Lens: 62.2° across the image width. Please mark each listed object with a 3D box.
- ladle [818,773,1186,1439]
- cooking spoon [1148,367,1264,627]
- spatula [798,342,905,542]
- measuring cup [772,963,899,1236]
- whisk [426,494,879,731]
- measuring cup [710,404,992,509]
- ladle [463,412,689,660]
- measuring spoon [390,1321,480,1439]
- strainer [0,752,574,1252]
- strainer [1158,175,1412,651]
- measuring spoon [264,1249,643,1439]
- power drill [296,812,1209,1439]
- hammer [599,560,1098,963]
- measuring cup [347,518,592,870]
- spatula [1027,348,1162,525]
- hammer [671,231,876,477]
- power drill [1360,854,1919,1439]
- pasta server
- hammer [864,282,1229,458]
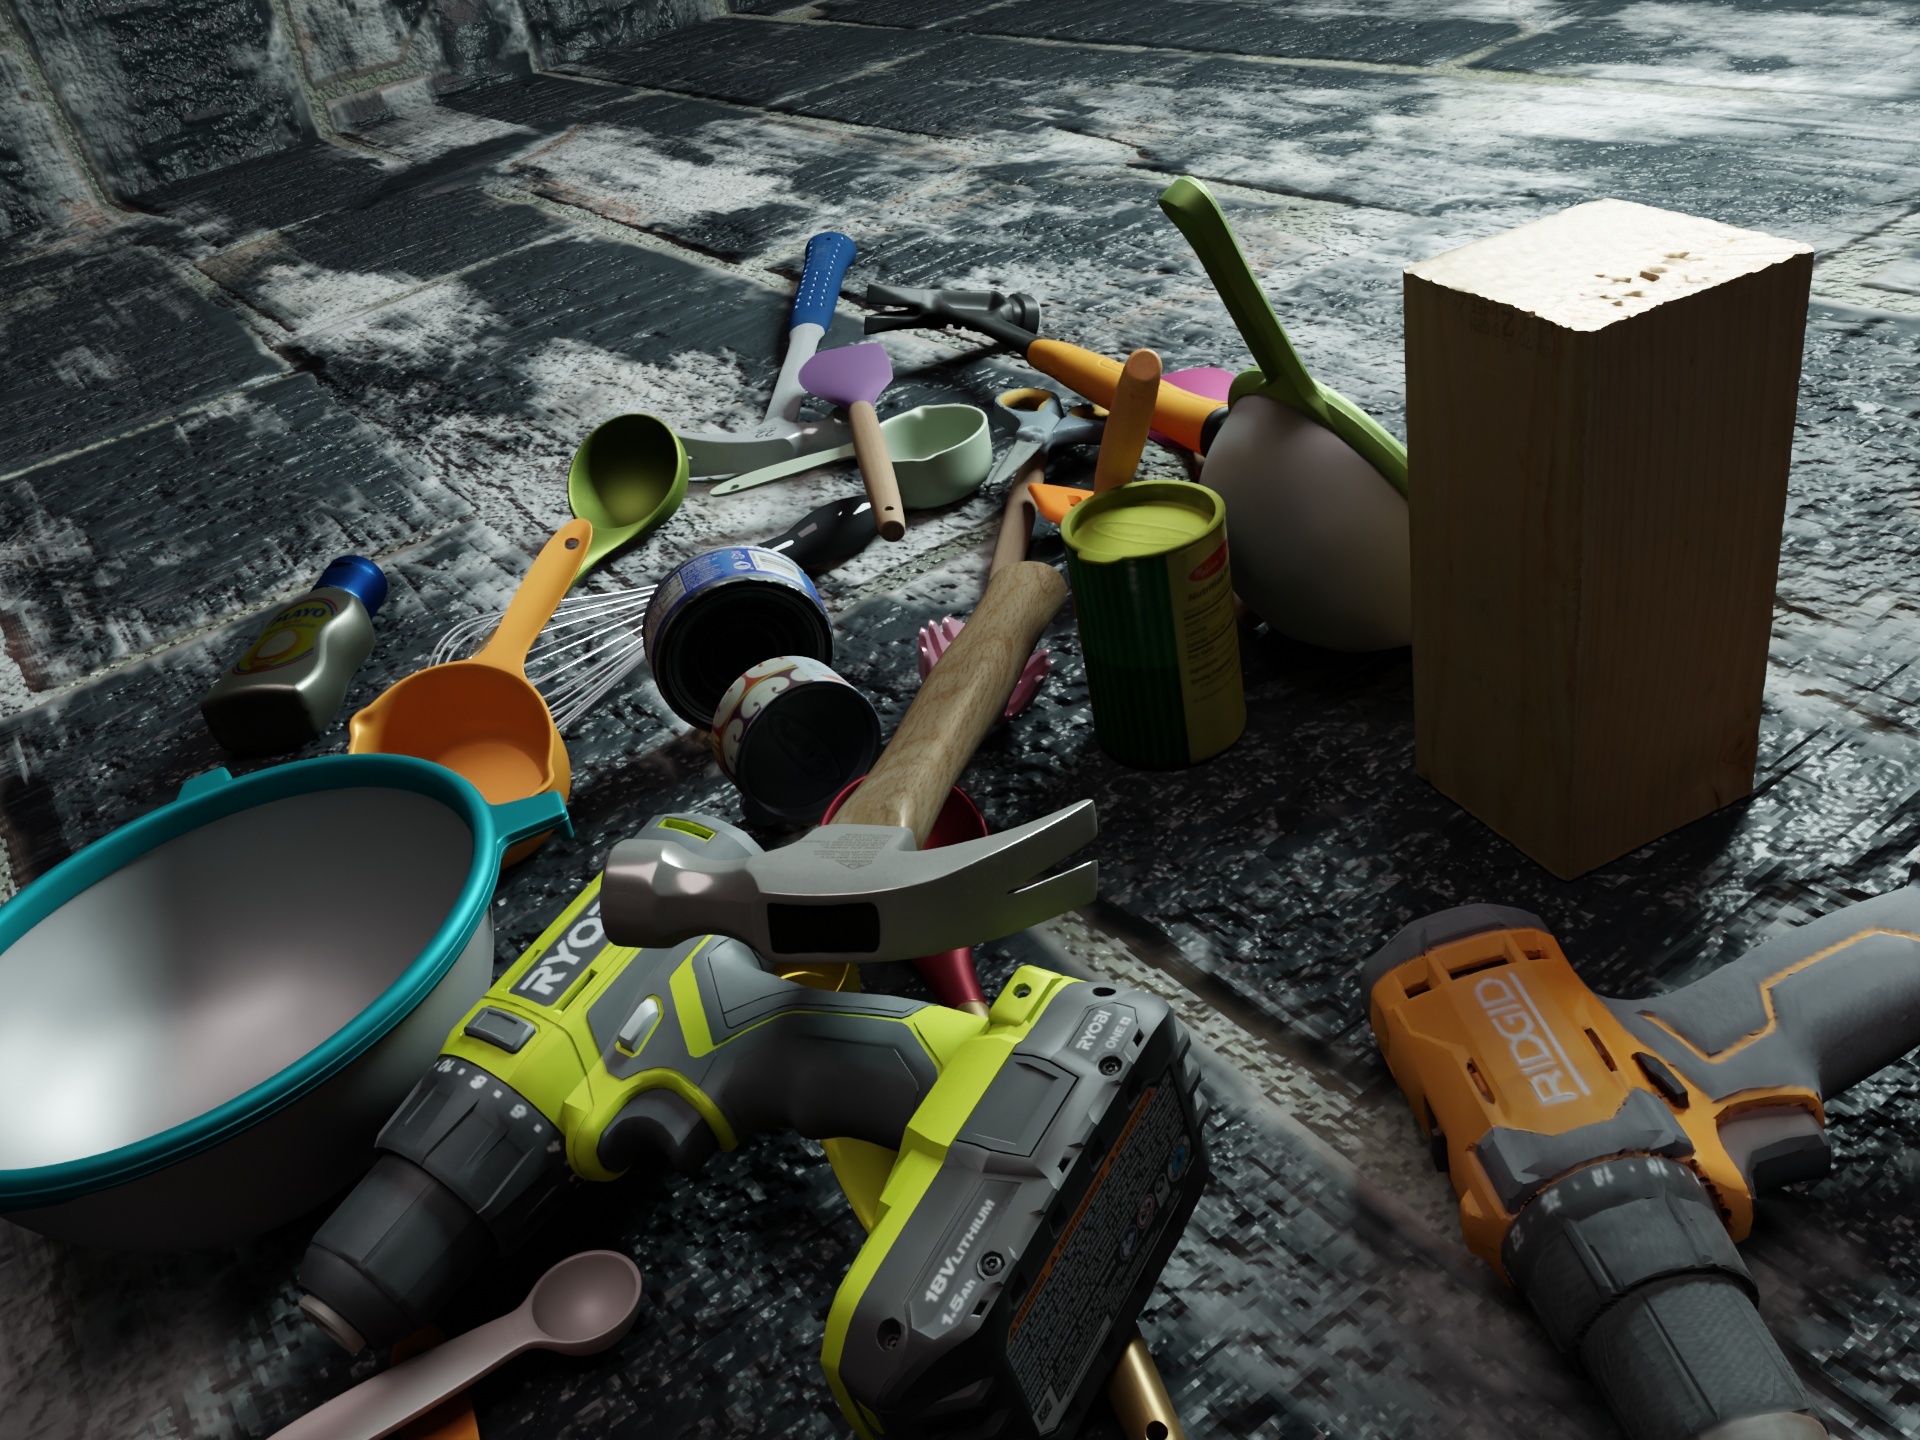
[{"bbox_3d":[0.011,0.114,0.527,0.069,0.031,0.316,-22,36,-5],"label":"ladle"},{"bbox_3d":[0.137,-0.134,0.866,0.069,0.017,0.319,-9,32,7],"label":"cooking spoon"},{"bbox_3d":[-0.057,-0.169,0.914,0.060,0.018,0.316,-11,30,-4],"label":"spatula"},{"bbox_3d":[-0.043,0.125,0.533,0.062,0.029,0.157,-26,43,-10],"label":"measuring cup"},{"bbox_3d":[-0.146,-0.060,0.820,0.284,0.070,0.070,-30,37,-32],"label":"whisk"},{"bbox_3d":[-0.062,-0.141,0.929,0.167,0.038,0.083,-14,32,6],"label":"measuring cup"},{"bbox_3d":[-0.237,-0.068,0.859,0.078,0.062,0.320,2,38,22],"label":"ladle"},{"bbox_3d":[-0.144,0.212,0.447,0.021,0.011,0.117,-15,28,-22],"label":"measuring spoon"},{"bbox_3d":[-0.272,0.147,0.511,0.211,0.095,0.340,2,38,26],"label":"strainer"},{"bbox_3d":[0.124,-0.103,0.647,0.069,0.256,0.152,-45,43,-1],"label":"strainer"},{"bbox_3d":[-0.149,0.194,0.460,0.124,0.018,0.034,-23,33,-22],"label":"measuring spoon"},{"bbox_3d":[-0.064,0.124,0.458,0.229,0.080,0.191,11,46,34],"label":"power drill"},{"bbox_3d":[-0.001,-0.002,0.570,0.130,0.031,0.331,2,21,13],"label":"hammer"},{"bbox_3d":[-0.201,-0.010,0.711,0.095,0.052,0.174,16,61,10],"label":"measuring cup"},{"bbox_3d":[0.069,-0.116,0.703,0.081,0.041,0.322,10,-4,2],"label":"spatula"},{"bbox_3d":[-0.118,-0.275,1.149,0.144,0.035,0.406,-8,33,7],"label":"hammer"},{"bbox_3d":[0.242,0.103,0.421,0.226,0.084,0.186,-16,33,2],"label":"power drill"},{"bbox_3d":[0.026,-0.086,0.814,0.060,0.040,0.316,14,34,1],"label":"pasta server"},{"bbox_3d":[0.061,-0.215,0.958,0.127,0.034,0.337,-5,26,-27],"label":"hammer"}]
